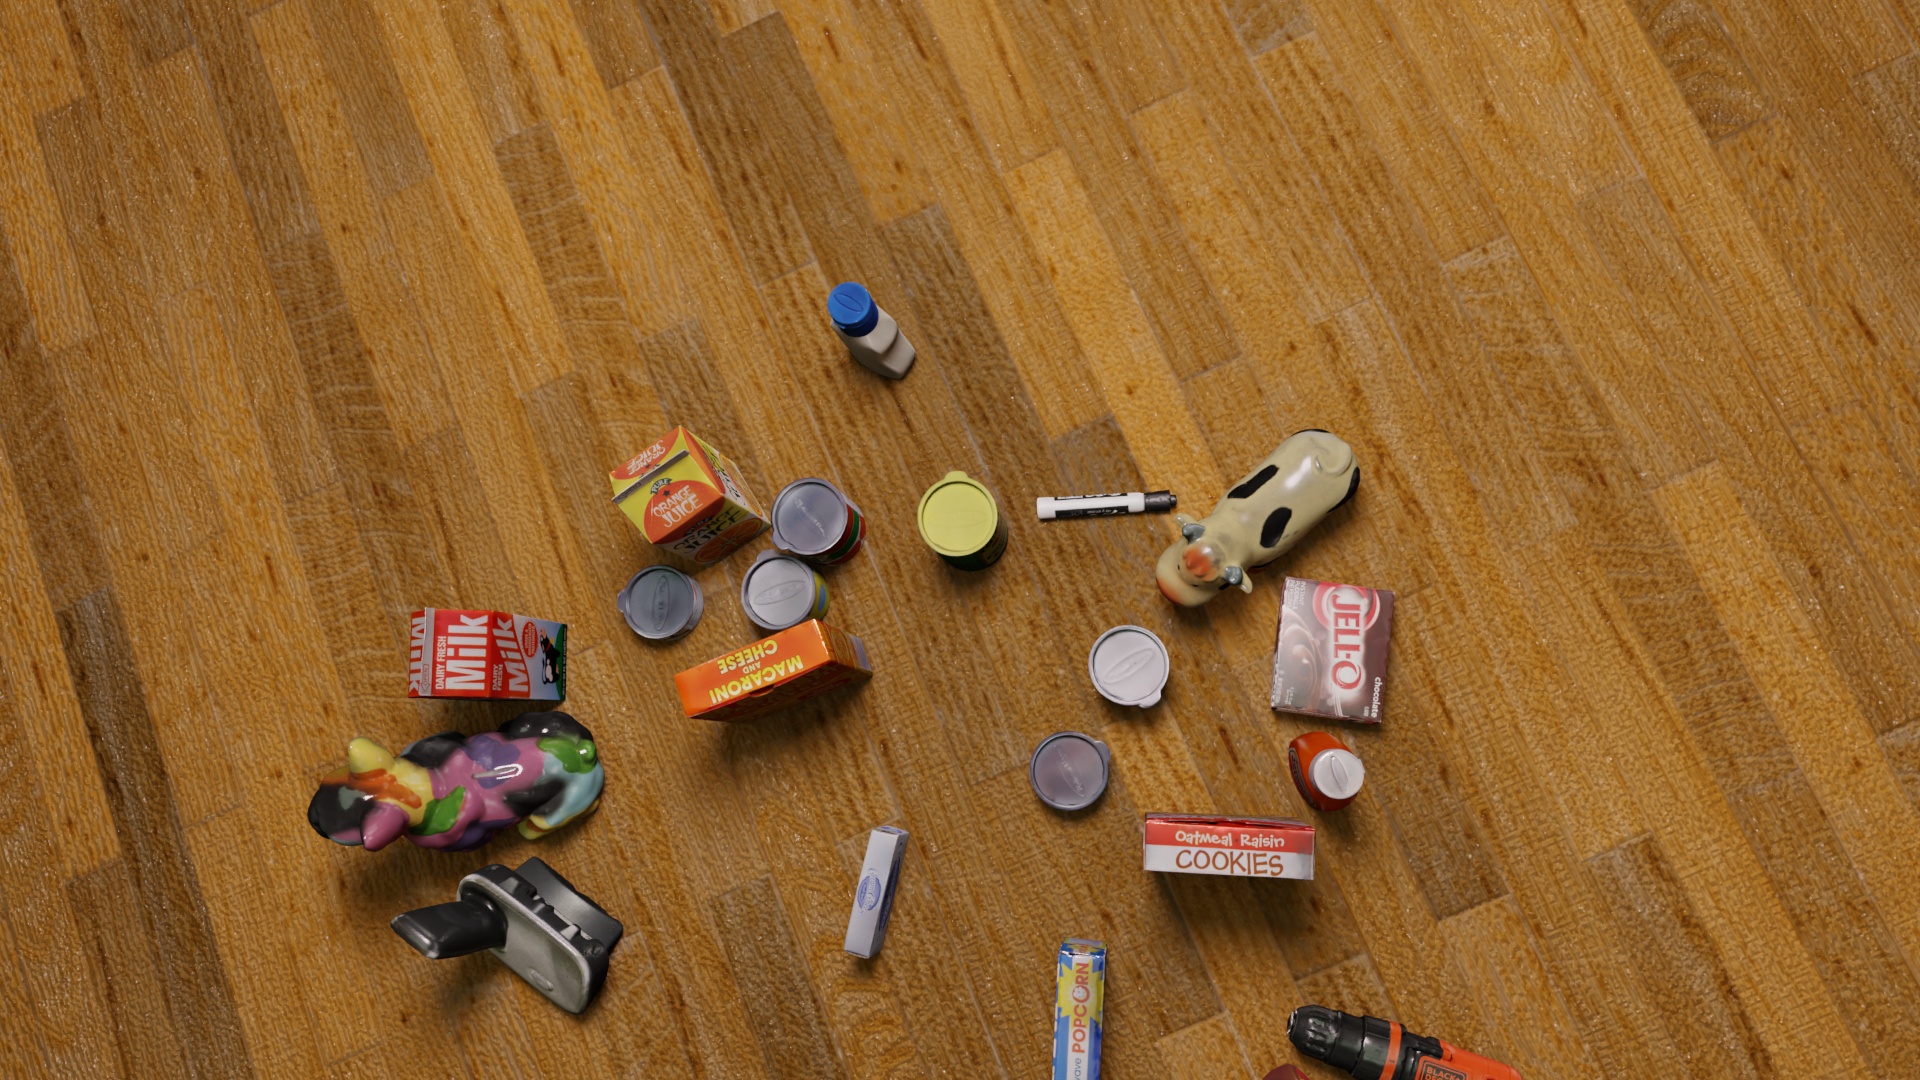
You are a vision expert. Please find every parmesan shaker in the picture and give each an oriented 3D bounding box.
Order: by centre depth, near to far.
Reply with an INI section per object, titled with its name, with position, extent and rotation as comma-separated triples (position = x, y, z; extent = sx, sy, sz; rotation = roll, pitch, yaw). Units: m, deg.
[parmesan shaker]
position = 0.004, -0.015, 1.182
extent = 0.071, 0.103, 0.071
rotation = -1, 81, 8

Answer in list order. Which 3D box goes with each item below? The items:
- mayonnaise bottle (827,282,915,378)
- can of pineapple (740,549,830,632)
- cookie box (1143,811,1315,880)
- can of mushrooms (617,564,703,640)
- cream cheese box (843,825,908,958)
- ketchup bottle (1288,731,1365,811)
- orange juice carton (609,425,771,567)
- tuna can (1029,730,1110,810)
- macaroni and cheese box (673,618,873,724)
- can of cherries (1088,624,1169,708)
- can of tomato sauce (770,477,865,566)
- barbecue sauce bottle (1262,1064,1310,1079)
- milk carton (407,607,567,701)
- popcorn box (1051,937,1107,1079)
[mayonnaise bottle]
position = -0.080, -0.182, 1.198
extent = 0.065, 0.148, 0.041
rotation = 30, 87, 11
[can of pineapple]
position = -0.152, 0.046, 1.216
extent = 0.071, 0.058, 0.071
rotation = -1, 81, 8
[cookie box]
position = 0.205, 0.234, 1.082
extent = 0.123, 0.167, 0.040
rotation = 1, 82, 8
[can of mushrooms]
position = -0.268, 0.056, 1.242
extent = 0.071, 0.033, 0.071
rotation = -1, 81, 7
[cream cheese box]
position = -0.070, 0.293, 1.167
extent = 0.024, 0.053, 0.104
rotation = 12, 83, 9
[ketchup bottle]
position = 0.288, 0.181, 1.089
extent = 0.043, 0.148, 0.065
rotation = -19, 79, 5
[orange juice carton]
position = -0.230, -0.037, 1.171
extent = 0.072, 0.192, 0.073
rotation = -34, 79, 2
[tuna can]
position = 0.094, 0.193, 1.172
extent = 0.071, 0.033, 0.071
rotation = -1, 81, 7
[macaroni and cheese box]
position = -0.149, 0.112, 1.150
extent = 0.124, 0.166, 0.040
rotation = -22, 79, 4
[can of cherries]
position = 0.143, 0.109, 1.166
extent = 0.071, 0.058, 0.071
rotation = -1, 81, 8
[can of tomato sauce]
position = -0.123, -0.013, 1.209
extent = 0.071, 0.083, 0.071
rotation = -1, 81, 8
[barbecue sauce bottle]
position = 0.259, 0.444, 1.050
extent = 0.043, 0.148, 0.065
rotation = -31, 79, 2
[milk carton]
position = -0.405, 0.099, 1.174
extent = 0.073, 0.190, 0.072
rotation = -2, 81, 8
[popcorn box]
position = 0.095, 0.389, 1.113
extent = 0.038, 0.085, 0.127
rotation = 2, 81, 8
